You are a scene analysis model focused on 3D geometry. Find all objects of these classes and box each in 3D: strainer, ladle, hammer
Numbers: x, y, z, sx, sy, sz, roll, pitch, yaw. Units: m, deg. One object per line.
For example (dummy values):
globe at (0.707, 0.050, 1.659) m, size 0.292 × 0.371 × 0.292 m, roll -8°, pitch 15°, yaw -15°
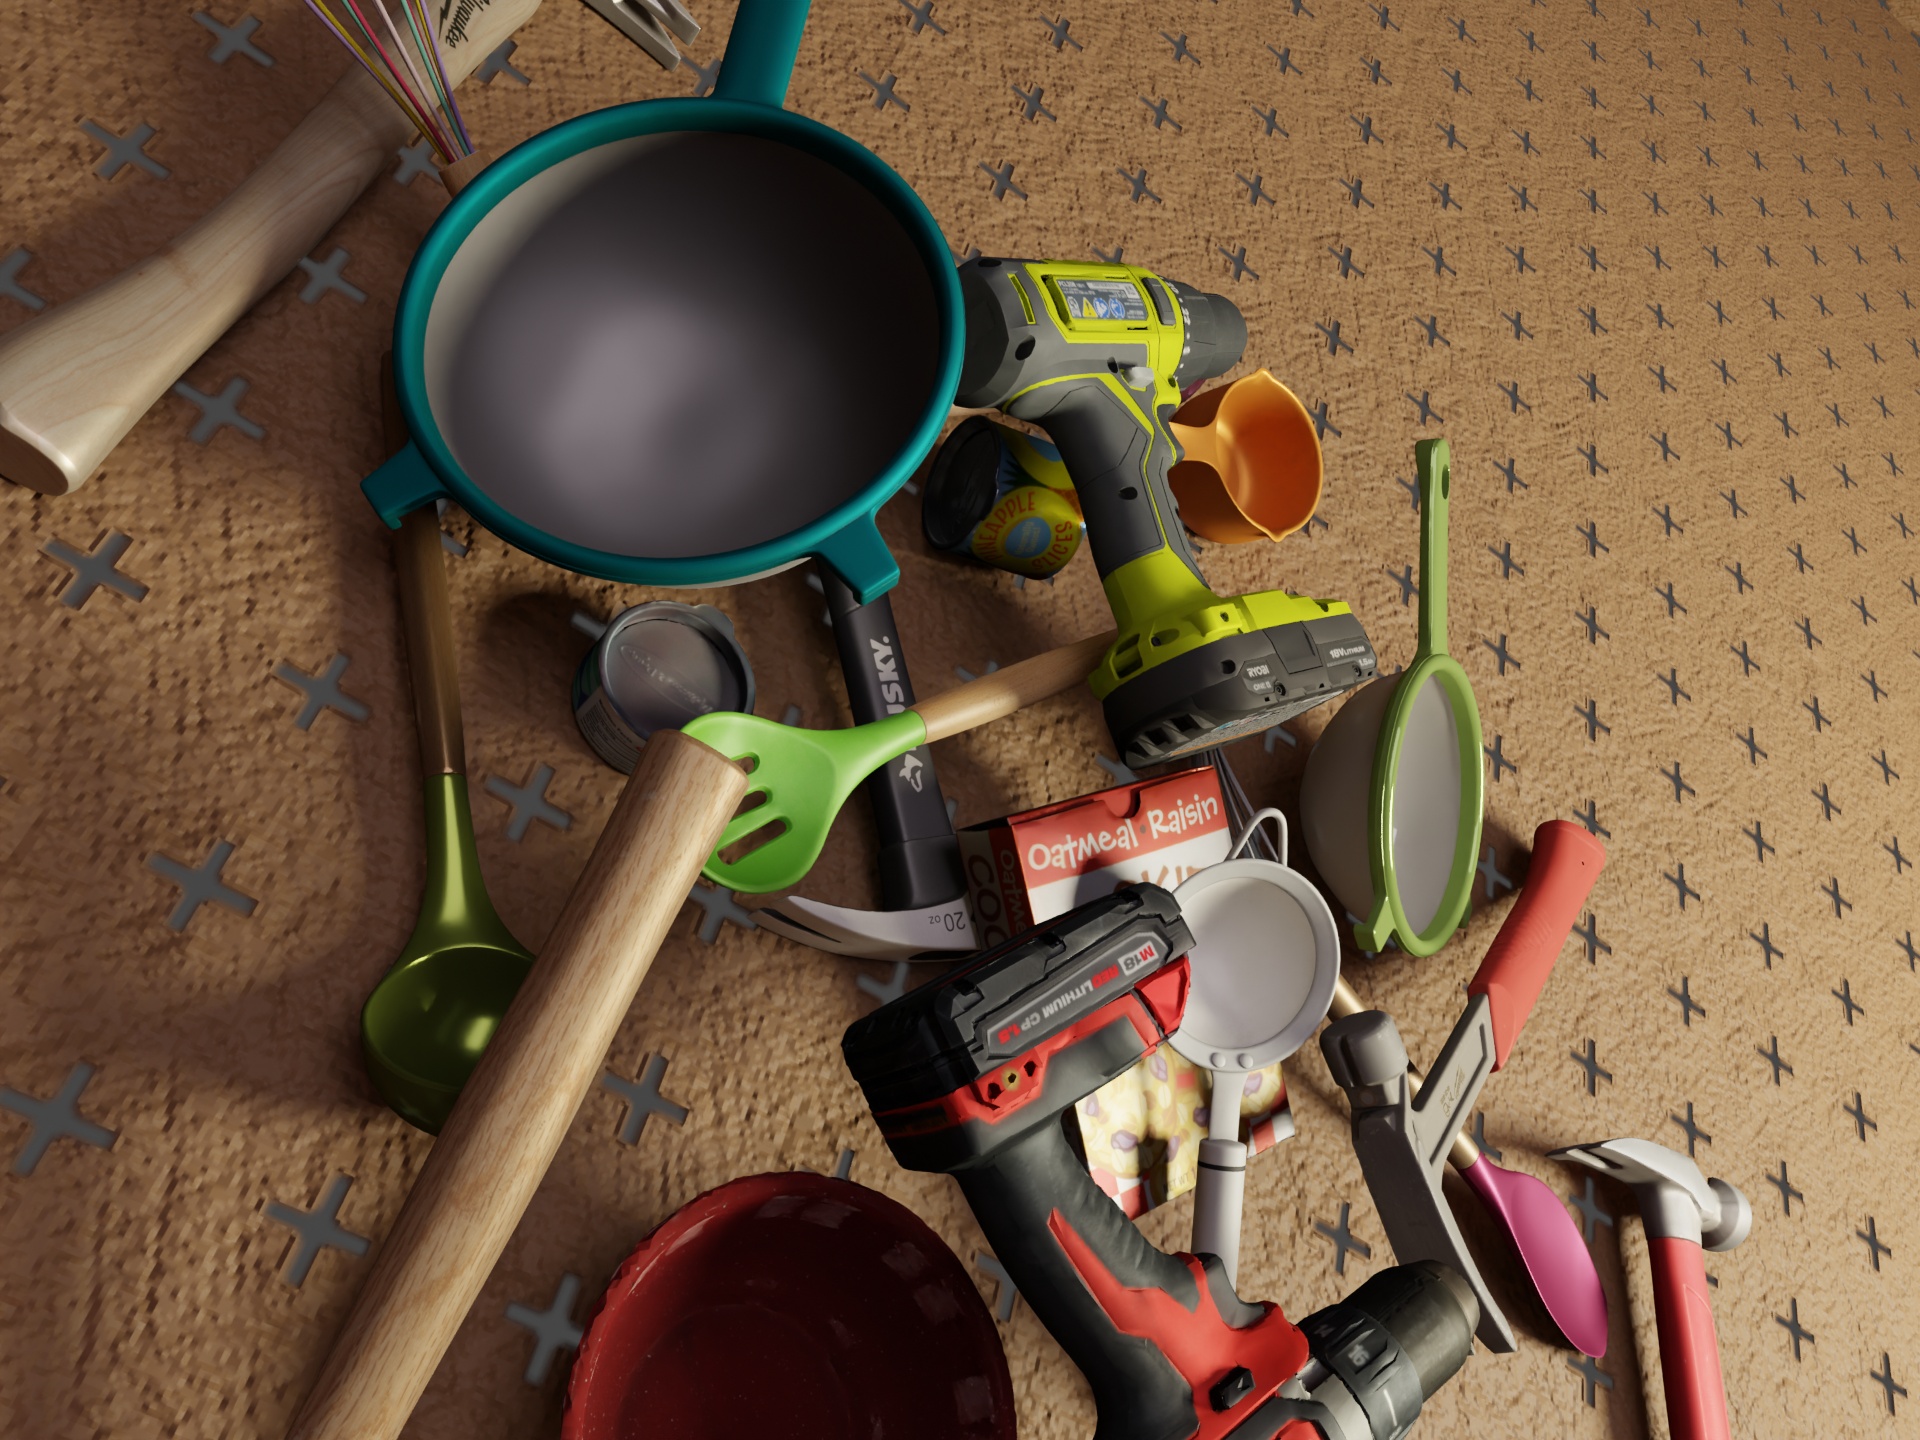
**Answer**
strainer at (-0.094, -0.190, 0.650) m, size 0.211 × 0.095 × 0.341 m, roll 9°, pitch 68°, yaw 3°
ladle at (-0.184, -0.008, 0.566) m, size 0.078 × 0.062 × 0.320 m, roll 0°, pitch 63°, yaw -31°
hammer at (-0.051, -0.059, 0.687) m, size 0.146 × 0.035 × 0.335 m, roll -5°, pitch 74°, yaw -38°
hammer at (0.341, 0.391, 0.732) m, size 0.143 × 0.038 × 0.387 m, roll 27°, pitch 54°, yaw -32°
strainer at (0.102, 0.164, 0.632) m, size 0.087 × 0.050 × 0.258 m, roll 7°, pitch 84°, yaw -16°
hammer at (-0.146, 0.153, 0.455) m, size 0.130 × 0.031 × 0.331 m, roll 33°, pitch 70°, yaw -21°
hammer at (0.270, 0.142, 0.780) m, size 0.359 × 0.037 × 0.149 m, roll -31°, pitch 99°, yaw -54°
strainer at (0.211, -0.012, 0.802) m, size 0.151 × 0.069 × 0.256 m, roll 2°, pitch 89°, yaw -56°
hammer at (-0.246, -0.233, 0.657) m, size 0.146 × 0.038 × 0.411 m, roll 35°, pitch 51°, yaw -18°

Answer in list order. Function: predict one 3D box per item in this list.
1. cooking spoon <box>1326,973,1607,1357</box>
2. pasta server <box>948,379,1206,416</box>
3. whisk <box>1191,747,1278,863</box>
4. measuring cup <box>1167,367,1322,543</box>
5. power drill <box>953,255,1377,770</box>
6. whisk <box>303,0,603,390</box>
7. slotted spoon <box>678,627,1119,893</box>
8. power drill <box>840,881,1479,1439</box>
cooking spoon at (0.224, 0.188, 0.748) m, size 0.318 × 0.017 × 0.069 m, roll 50°, pitch 39°, yaw -17°
pasta server at (0.011, -0.172, 0.808) m, size 0.316 × 0.040 × 0.060 m, roll -12°, pitch 40°, yaw -38°
whisk at (0.122, 0.016, 0.787) m, size 0.059 × 0.058 × 0.247 m, roll 47°, pitch 32°, yaw -55°
measuring cup at (0.117, -0.140, 0.848) m, size 0.173 × 0.052 × 0.095 m, roll -1°, pitch 85°, yaw -36°
power drill at (0.097, -0.105, 0.724) m, size 0.190 × 0.080 × 0.228 m, roll -12°, pitch 76°, yaw -44°
whisk at (-0.206, -0.246, 0.632) m, size 0.244 × 0.051 × 0.047 m, roll 64°, pitch 36°, yaw -25°
slotted spoon at (-0.001, -0.002, 0.660) m, size 0.313 × 0.031 × 0.070 m, roll -22°, pitch 85°, yaw -43°
power drill at (0.079, 0.175, 0.557) m, size 0.188 × 0.080 × 0.227 m, roll -23°, pitch 84°, yaw -33°
